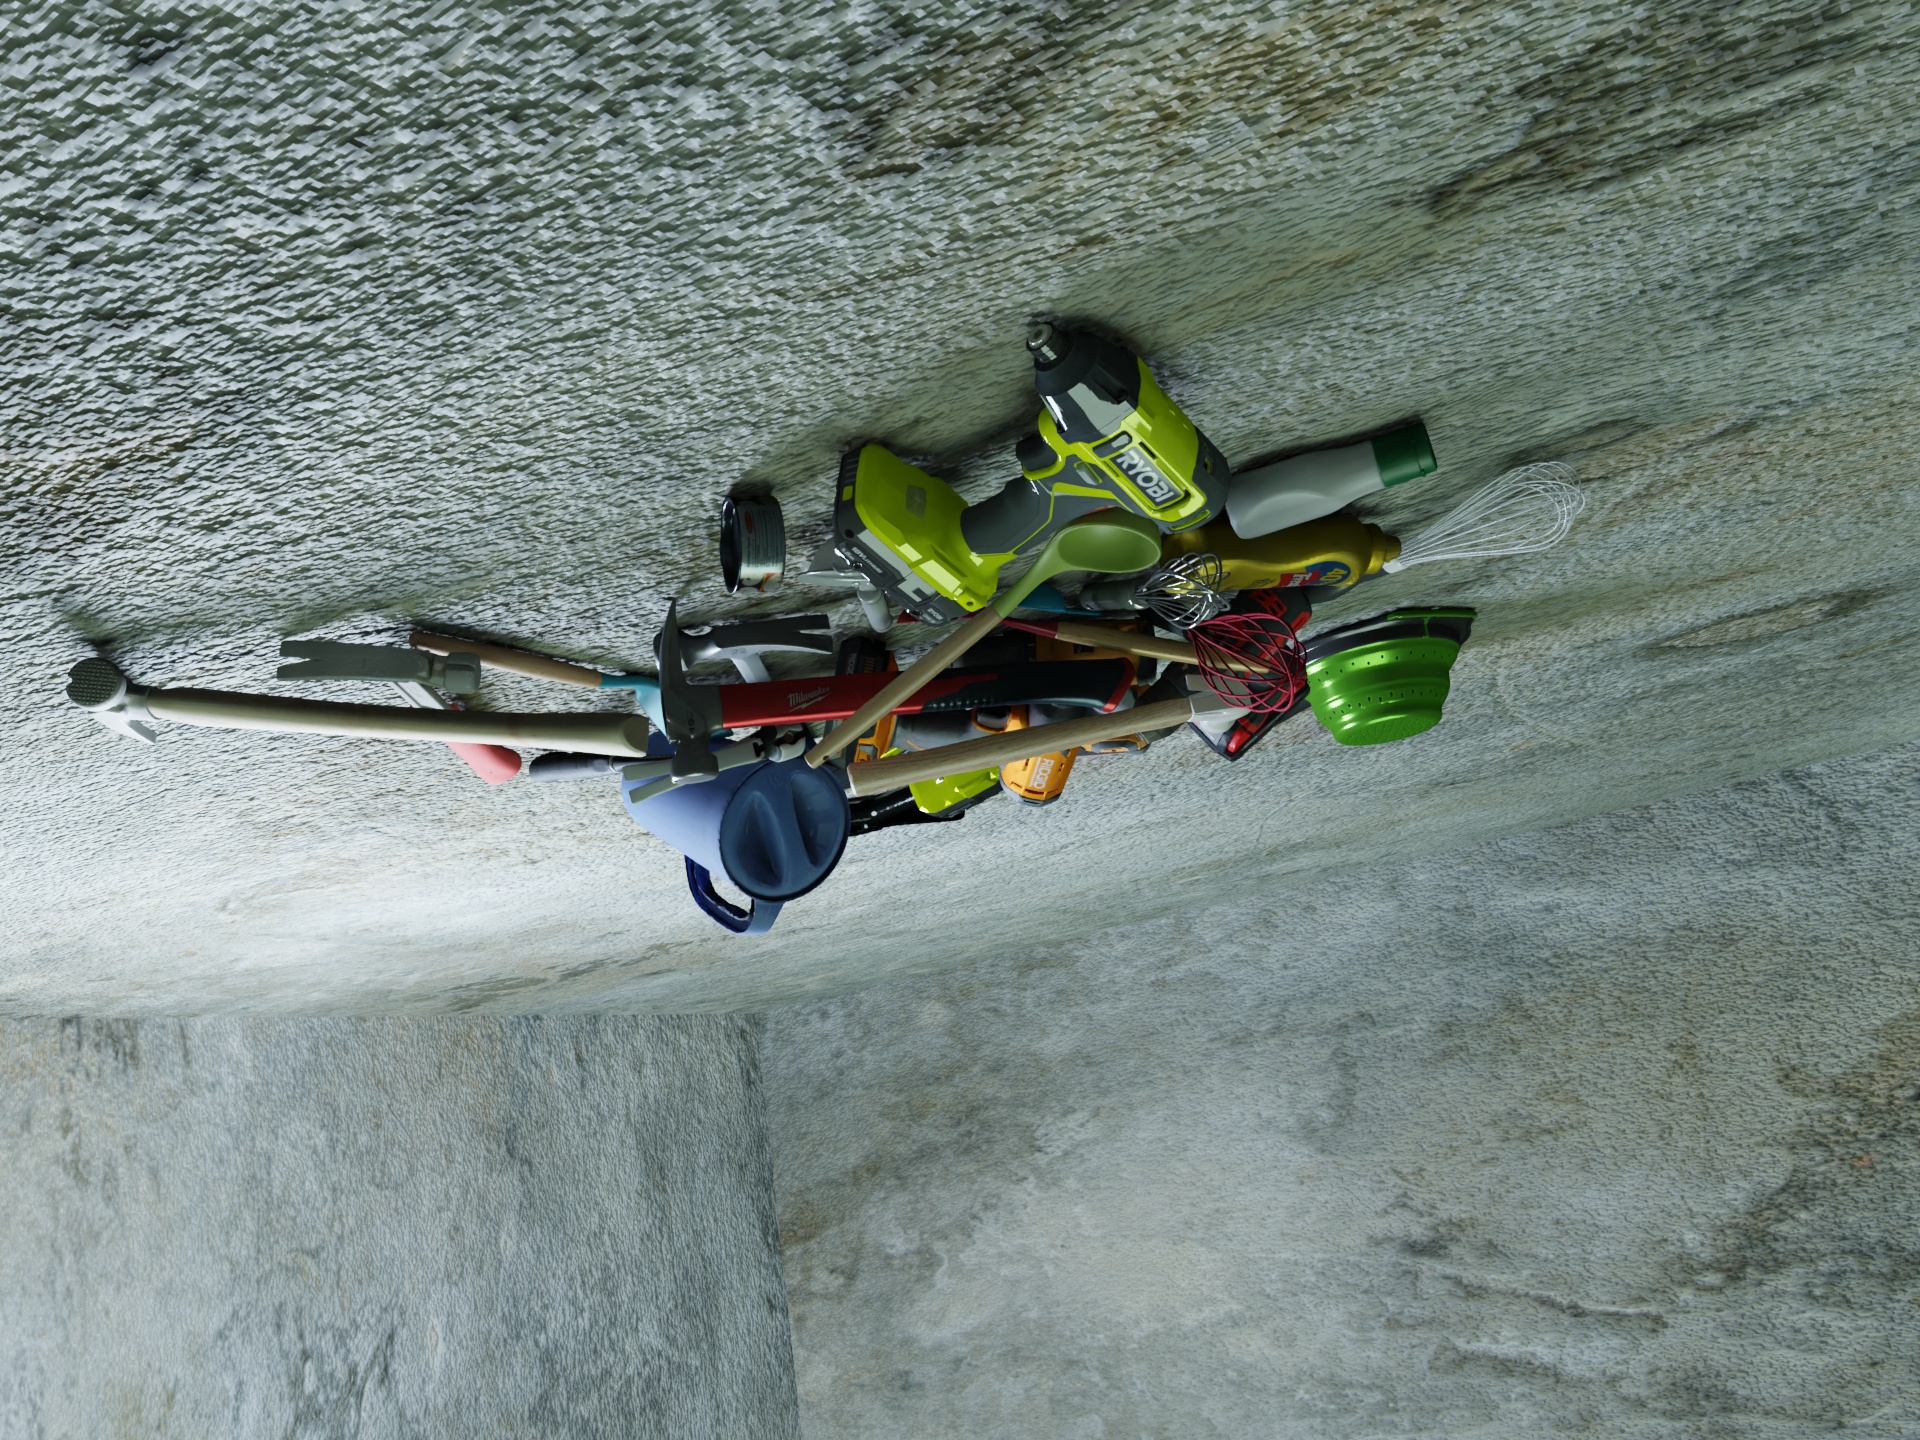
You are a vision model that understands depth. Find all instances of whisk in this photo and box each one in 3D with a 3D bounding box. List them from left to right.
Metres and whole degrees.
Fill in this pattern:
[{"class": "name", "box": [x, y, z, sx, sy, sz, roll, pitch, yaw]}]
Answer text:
[{"class": "whisk", "box": [0.145, -0.098, 1.237, 0.057, 0.059, 0.246, 19, 177, -17]}, {"class": "whisk", "box": [0.191, -0.067, 1.241, 0.073, 0.073, 0.296, -5, -163, -14]}, {"class": "whisk", "box": [0.383, -0.144, 1.306, 0.070, 0.070, 0.284, 3, 166, -36]}]

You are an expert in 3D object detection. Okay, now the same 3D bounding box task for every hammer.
[{"class": "hammer", "box": [-0.451, 0.002, 1.236, 0.410, 0.038, 0.146, 4, 167, -8]}, {"class": "hammer", "box": [-0.452, 0.000, 1.367, 0.149, 0.037, 0.359, 3, 166, -3]}, {"class": "hammer", "box": [-0.300, 0.039, 1.420, 0.149, 0.036, 0.409, -19, -172, -34]}, {"class": "hammer", "box": [-0.169, -0.016, 1.484, 0.144, 0.035, 0.405, -9, 164, 1]}, {"class": "hammer", "box": [-0.046, -0.038, 1.281, 0.386, 0.143, 0.038, -5, 170, -16]}, {"class": "hammer", "box": [0.073, 0.014, 1.280, 0.331, 0.031, 0.130, -12, 169, -4]}]

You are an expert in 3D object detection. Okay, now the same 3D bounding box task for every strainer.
[{"class": "strainer", "box": [-0.073, -0.103, 1.225, 0.087, 0.050, 0.258, -2, 170, 2]}]

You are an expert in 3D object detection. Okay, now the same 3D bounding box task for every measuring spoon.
[{"class": "measuring spoon", "box": [0.090, -0.103, 1.362, 0.042, 0.021, 0.128, 6, -177, 31]}]

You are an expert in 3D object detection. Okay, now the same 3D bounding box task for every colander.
[{"class": "colander", "box": [0.403, -0.006, 1.714, 0.204, 0.095, 0.397, -2, 163, -23]}]

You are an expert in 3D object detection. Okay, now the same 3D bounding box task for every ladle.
[{"class": "ladle", "box": [0.012, -0.057, 1.192, 0.320, 0.062, 0.078, -38, 146, 9]}, {"class": "ladle", "box": [0.105, -0.070, 1.320, 0.315, 0.031, 0.069, 9, -175, -6]}]

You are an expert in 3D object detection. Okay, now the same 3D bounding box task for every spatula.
[{"class": "spatula", "box": [-0.326, -0.028, 1.341, 0.082, 0.044, 0.317, -5, 168, 36]}]

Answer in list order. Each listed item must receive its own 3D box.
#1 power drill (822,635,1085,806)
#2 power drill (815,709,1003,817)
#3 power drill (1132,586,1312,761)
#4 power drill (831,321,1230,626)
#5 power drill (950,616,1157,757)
[{"class": "power drill", "box": [-0.002, -0.004, 1.402, 0.226, 0.084, 0.164, 11, 144, -4]}, {"class": "power drill", "box": [-0.048, 0.036, 1.608, 0.190, 0.080, 0.228, -30, 156, 21]}, {"class": "power drill", "box": [0.238, -0.032, 1.451, 0.188, 0.080, 0.226, -42, 161, -1]}, {"class": "power drill", "box": [0.033, -0.154, 1.002, 0.223, 0.080, 0.171, -23, 138, 33]}, {"class": "power drill", "box": [0.095, -0.031, 1.496, 0.185, 0.084, 0.226, -3, 161, 8]}]
